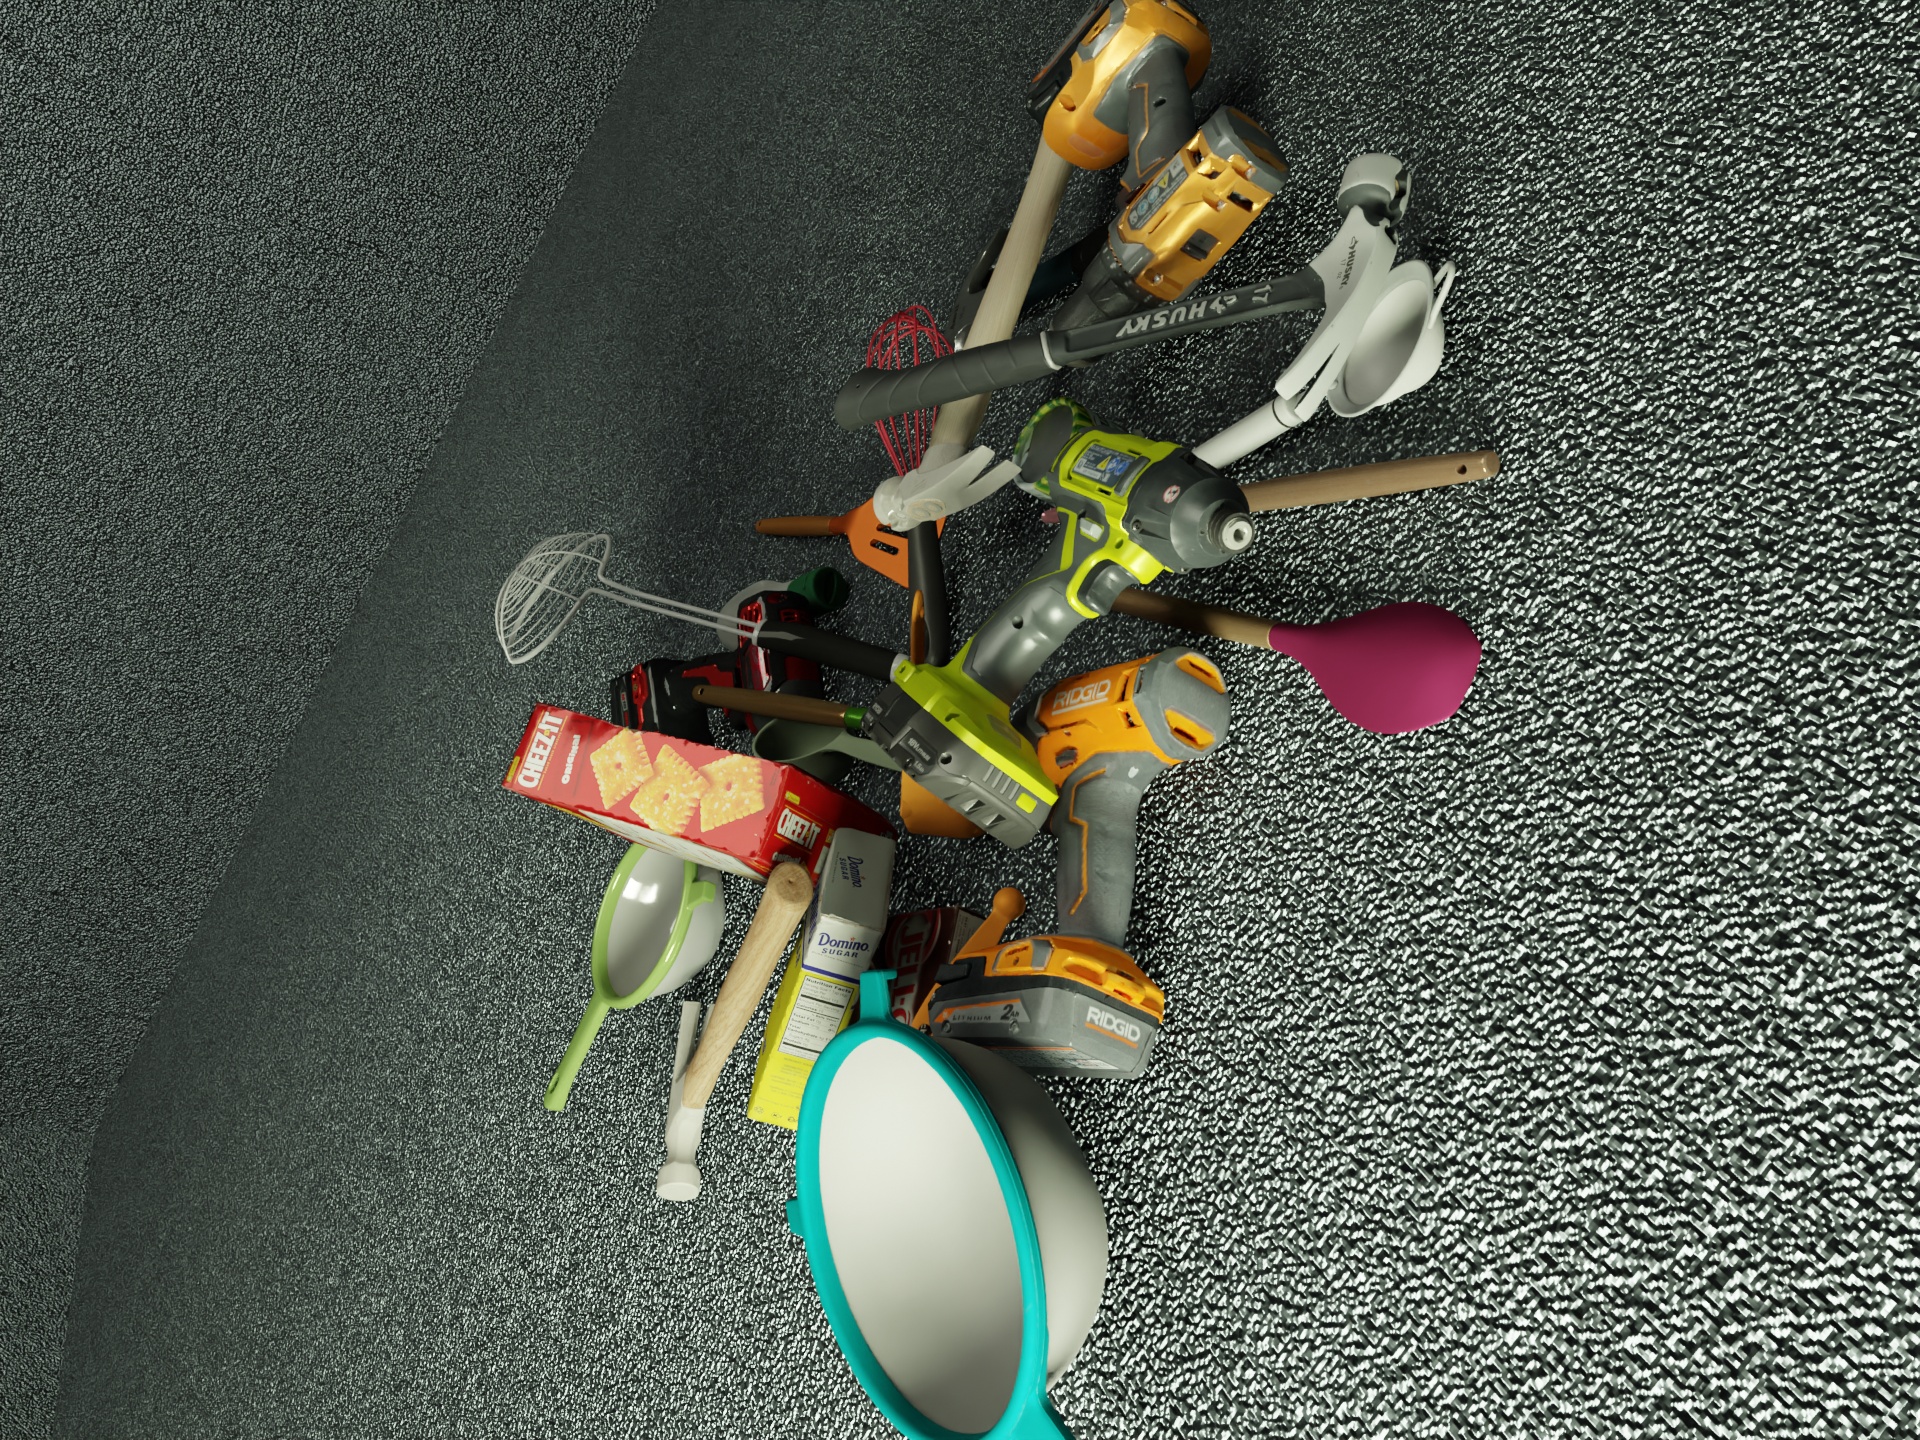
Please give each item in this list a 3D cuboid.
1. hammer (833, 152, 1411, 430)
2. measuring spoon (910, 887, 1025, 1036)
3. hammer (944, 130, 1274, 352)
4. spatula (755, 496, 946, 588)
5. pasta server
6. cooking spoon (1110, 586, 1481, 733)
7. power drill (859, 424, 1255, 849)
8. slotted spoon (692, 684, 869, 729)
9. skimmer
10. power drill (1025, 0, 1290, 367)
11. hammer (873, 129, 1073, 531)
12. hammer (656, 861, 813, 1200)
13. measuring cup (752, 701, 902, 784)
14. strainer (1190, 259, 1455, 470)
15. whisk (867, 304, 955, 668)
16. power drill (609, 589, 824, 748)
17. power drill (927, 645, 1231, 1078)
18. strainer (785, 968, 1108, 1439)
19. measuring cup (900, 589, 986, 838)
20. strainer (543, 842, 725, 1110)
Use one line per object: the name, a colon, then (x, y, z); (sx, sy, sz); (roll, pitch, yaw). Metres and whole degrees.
hammer: (0.068, -0.220, 0.952); (0.409, 0.036, 0.149); (-3, 61, 44)
measuring spoon: (0.004, 0.146, 0.934); (0.117, 0.021, 0.011); (-55, -6, -20)
hammer: (0.095, -0.333, 1.138); (0.331, 0.033, 0.128); (-13, 60, 53)
spatula: (-0.106, -0.160, 1.339); (0.323, 0.041, 0.081); (14, 82, 63)
pasta server: (0.160, -0.123, 0.894); (0.316, 0.040, 0.060); (1, 112, 55)
cooking spoon: (0.156, -0.050, 0.868); (0.319, 0.017, 0.069); (22, 88, 58)
power drill: (0.055, -0.051, 0.853); (0.223, 0.080, 0.171); (-53, 28, 2)
slotted spoon: (-0.095, -0.007, 1.152); (0.314, 0.031, 0.070); (8, 75, 44)
skimmer: (-0.202, -0.067, 1.233); (0.363, 0.090, 0.127); (15, 62, 16)
power drill: (0.107, -0.353, 1.031); (0.185, 0.084, 0.226); (-44, 44, 36)
hammer: (0.047, -0.328, 1.122); (0.146, 0.038, 0.411); (-12, 55, 59)
hammer: (-0.154, 0.196, 1.069); (0.331, 0.031, 0.130); (118, 157, -46)
measuring cup: (-0.080, 0.031, 1.154); (0.168, 0.038, 0.083); (13, 42, 40)
strainer: (0.191, -0.177, 0.883); (0.258, 0.050, 0.087); (-27, 45, 54)
whisk: (-0.031, -0.175, 1.171); (0.073, 0.073, 0.296); (-25, 63, 48)
power drill: (-0.194, -0.008, 1.306); (0.219, 0.078, 0.143); (-22, 71, 42)
power drill: (0.058, 0.076, 0.879); (0.164, 0.084, 0.227); (-15, 53, 53)
strainer: (0.041, 0.284, 0.761); (0.341, 0.095, 0.211); (47, 130, 39)
measuring cup: (-0.002, -0.003, 0.964); (0.095, 0.052, 0.173); (-67, -19, -49)
strainer: (-0.252, 0.207, 1.270); (0.256, 0.069, 0.152); (-62, 33, 9)
